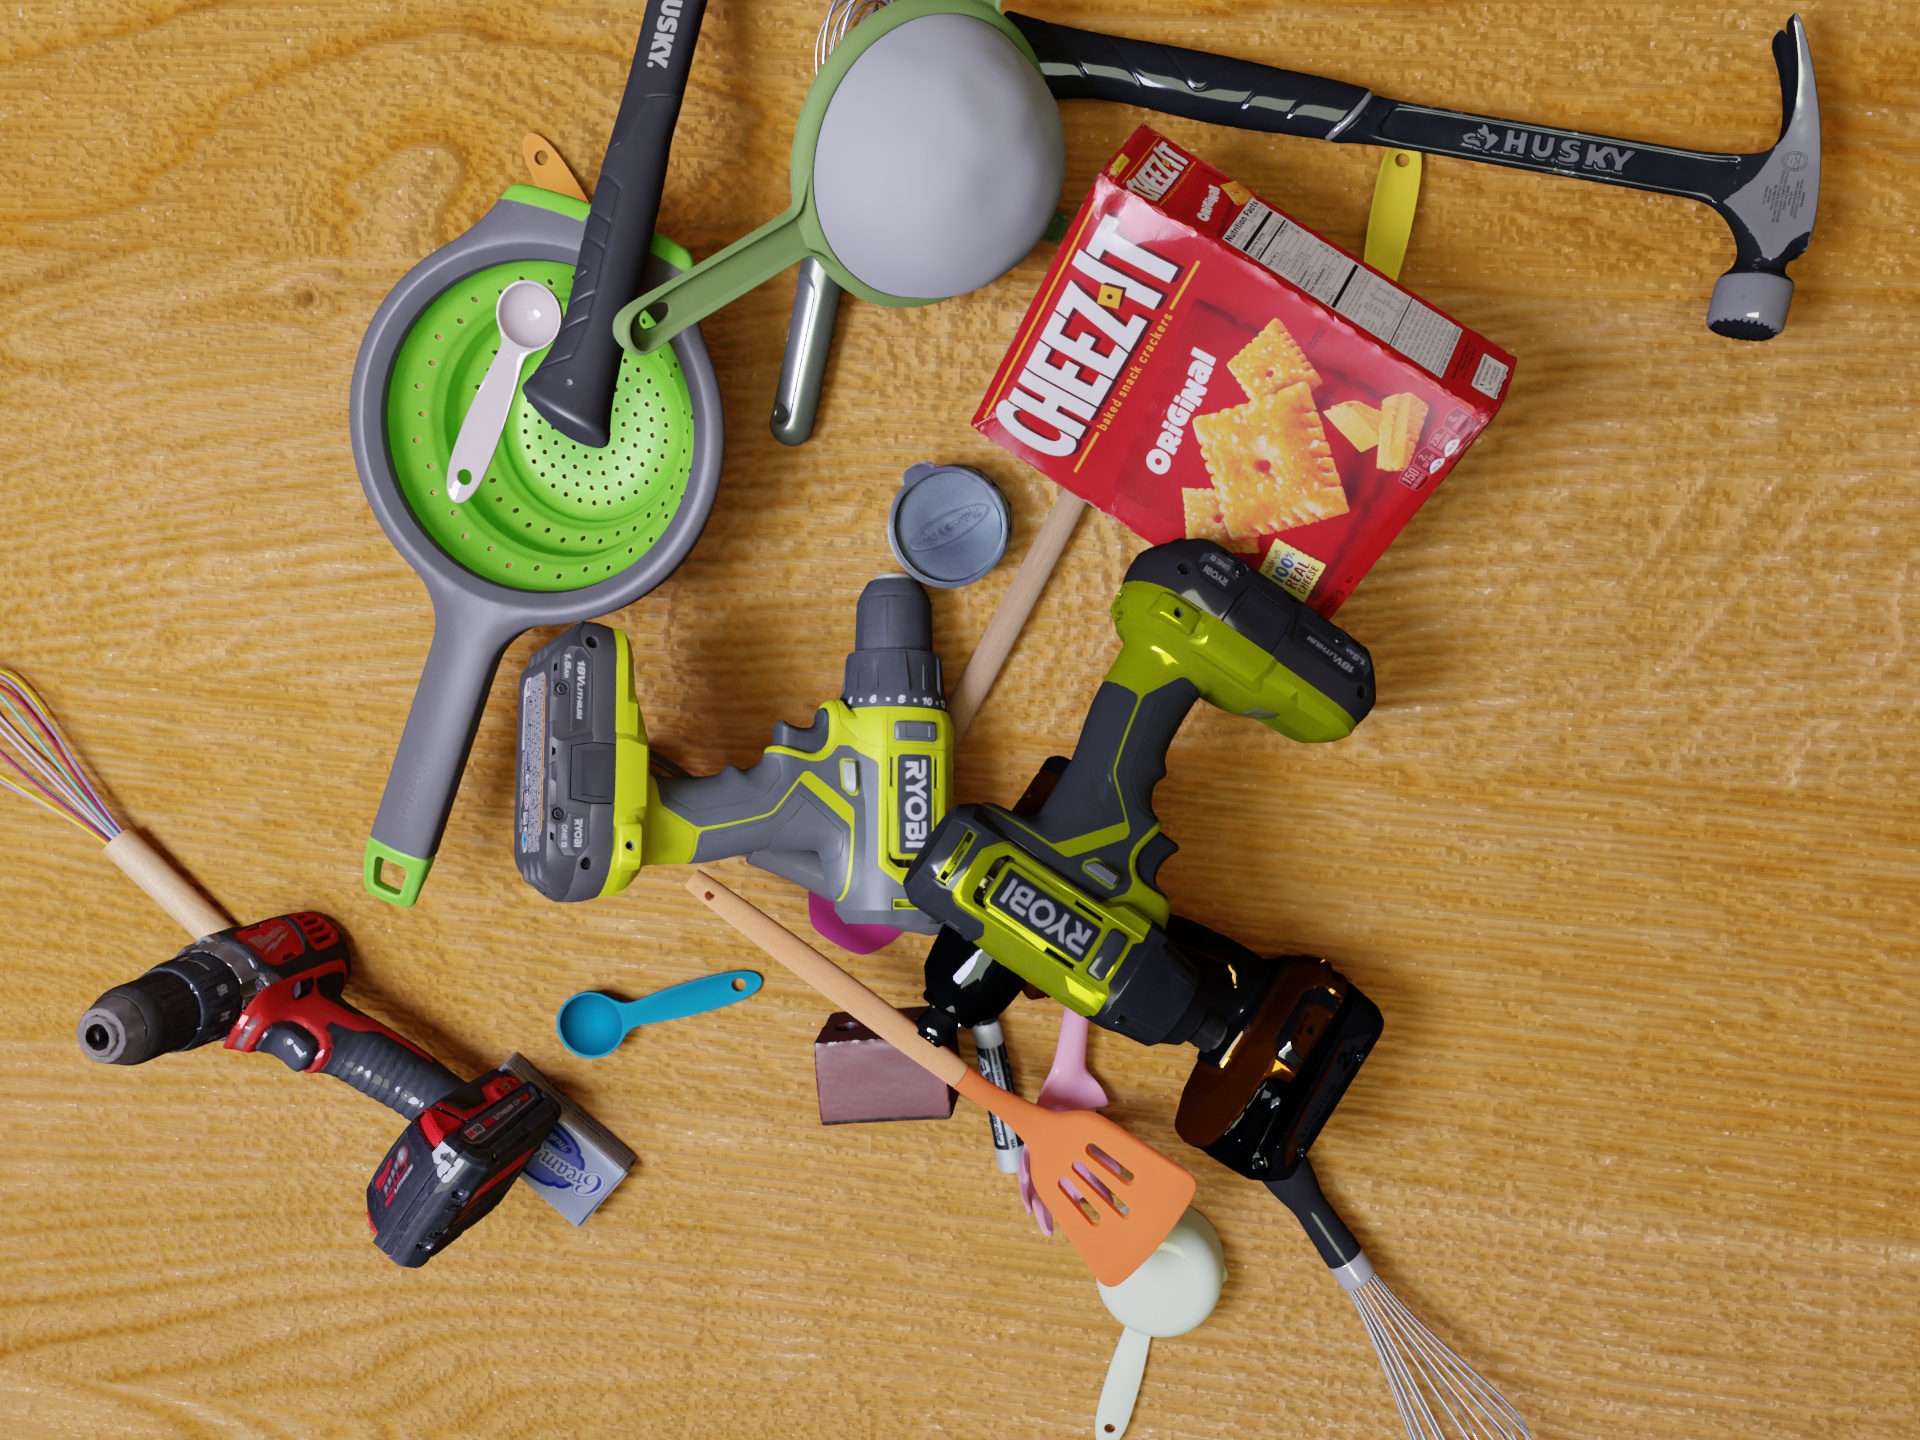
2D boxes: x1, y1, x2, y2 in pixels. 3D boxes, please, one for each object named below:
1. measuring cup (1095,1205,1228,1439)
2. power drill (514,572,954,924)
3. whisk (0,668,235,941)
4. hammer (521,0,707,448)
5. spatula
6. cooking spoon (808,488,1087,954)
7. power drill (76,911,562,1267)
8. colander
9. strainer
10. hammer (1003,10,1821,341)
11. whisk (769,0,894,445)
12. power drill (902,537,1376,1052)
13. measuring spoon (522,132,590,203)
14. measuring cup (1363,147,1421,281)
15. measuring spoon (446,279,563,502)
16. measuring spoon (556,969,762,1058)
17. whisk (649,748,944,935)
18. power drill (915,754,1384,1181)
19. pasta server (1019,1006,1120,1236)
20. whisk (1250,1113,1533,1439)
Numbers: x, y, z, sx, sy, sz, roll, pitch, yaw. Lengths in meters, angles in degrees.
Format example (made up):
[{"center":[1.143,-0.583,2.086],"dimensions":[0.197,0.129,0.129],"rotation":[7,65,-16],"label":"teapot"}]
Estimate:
[{"center":[0.106,0.367,0.943],"dimensions":[0.083,0.038,0.167],"rotation":[15,101,6],"label":"measuring cup"},{"center":[-0.108,0.011,0.830],"dimensions":[0.228,0.080,0.190],"rotation":[3,82,-27],"label":"power drill"},{"center":[-0.536,0.055,0.986],"dimensions":[0.245,0.047,0.051],"rotation":[46,116,-6],"label":"whisk"},{"center":[-0.150,-0.292,0.786],"dimensions":[0.146,0.035,0.335],"rotation":[10,76,0],"label":"hammer"},{"center":[-0.019,0.184,0.873],"dimensions":[0.322,0.041,0.081],"rotation":[37,99,-3],"label":"spatula"},{"center":[-0.001,-0.003,0.899],"dimensions":[0.069,0.017,0.319],"rotation":[29,105,2],"label":"cooking spoon"},{"center":[-0.361,0.202,0.899],"dimensions":[0.227,0.188,0.080],"rotation":[37,101,7],"label":"power drill"},{"center":[-0.244,-0.085,0.881],"dimensions":[0.204,0.094,0.397],"rotation":[23,103,4],"label":"colander"},{"center":[-0.043,-0.234,0.750],"dimensions":[0.256,0.069,0.151],"rotation":[-35,137,-16],"label":"strainer"},{"center":[0.216,-0.303,0.792],"dimensions":[0.409,0.036,0.149],"rotation":[14,92,8],"label":"hammer"},{"center":[-0.068,-0.267,0.846],"dimensions":[0.058,0.059,0.246],"rotation":[30,113,42],"label":"whisk"},{"center":[0.100,0.039,0.785],"dimensions":[0.171,0.080,0.223],"rotation":[34,80,-5],"label":"power drill"},{"center":[-0.208,-0.276,0.885],"dimensions":[0.021,0.011,0.117],"rotation":[-32,91,14],"label":"measuring spoon"},{"center":[0.215,-0.224,0.824],"dimensions":[0.062,0.029,0.156],"rotation":[12,91,8],"label":"measuring cup"},{"center":[-0.234,-0.166,0.811],"dimensions":[0.034,0.018,0.124],"rotation":[30,110,2],"label":"measuring spoon"},{"center":[-0.181,0.171,0.966],"dimensions":[0.128,0.021,0.042],"rotation":[-15,99,2],"label":"measuring spoon"},{"center":[-0.112,0.069,0.883],"dimensions":[0.239,0.055,0.055],"rotation":[25,104,-14],"label":"whisk"},{"center":[0.093,0.147,0.847],"dimensions":[0.226,0.084,0.164],"rotation":[37,80,-8],"label":"power drill"},{"center":[0.074,0.139,0.905],"dimensions":[0.060,0.040,0.316],"rotation":[3,101,-21],"label":"pasta server"},{"center":[0.243,0.340,0.913],"dimensions":[0.070,0.070,0.284],"rotation":[-34,89,14],"label":"whisk"}]
